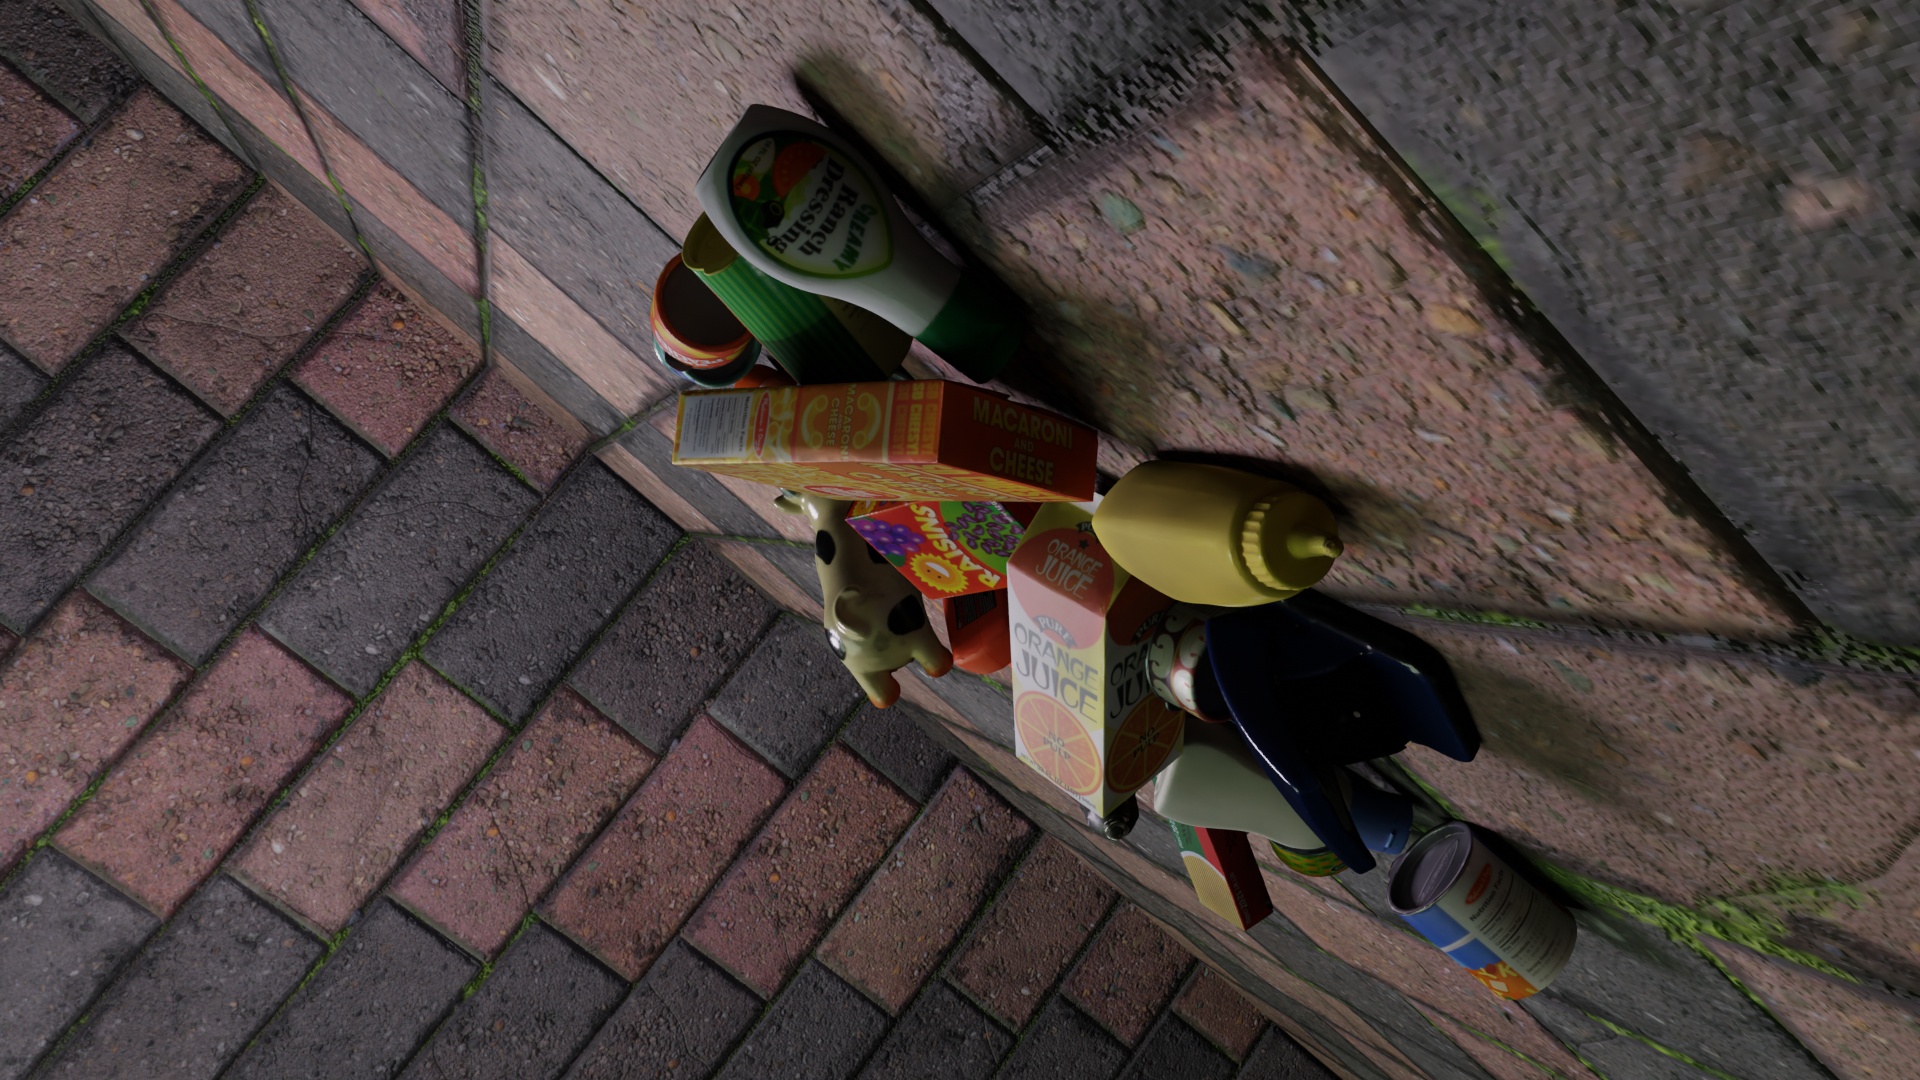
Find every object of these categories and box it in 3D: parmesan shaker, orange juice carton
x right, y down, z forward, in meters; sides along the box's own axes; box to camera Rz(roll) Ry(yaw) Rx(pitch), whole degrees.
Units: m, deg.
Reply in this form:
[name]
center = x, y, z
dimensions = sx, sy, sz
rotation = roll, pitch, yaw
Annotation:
[parmesan shaker]
center = -0.078, -0.120, 0.679
dimensions = 0.071, 0.071, 0.103
rotation = 25, 162, 49
[orange juice carton]
center = 0.077, 0.053, 0.766
dimensions = 0.072, 0.073, 0.191
rotation = 31, 139, 37

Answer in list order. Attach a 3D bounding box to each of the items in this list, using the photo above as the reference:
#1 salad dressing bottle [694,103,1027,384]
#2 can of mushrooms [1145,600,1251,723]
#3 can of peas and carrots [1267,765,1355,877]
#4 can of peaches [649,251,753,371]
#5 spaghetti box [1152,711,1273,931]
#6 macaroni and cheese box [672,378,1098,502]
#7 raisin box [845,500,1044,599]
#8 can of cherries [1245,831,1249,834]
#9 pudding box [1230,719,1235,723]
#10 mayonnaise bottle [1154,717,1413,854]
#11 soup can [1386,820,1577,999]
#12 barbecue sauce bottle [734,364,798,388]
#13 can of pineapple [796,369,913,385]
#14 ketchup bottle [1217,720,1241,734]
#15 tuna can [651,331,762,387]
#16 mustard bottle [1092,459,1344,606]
[salad dressing bottle]
center = -0.039, -0.122, 0.588
dimensions = 0.147, 0.064, 0.044
rotation = 34, -176, -18
[can of mushrooms]
center = 0.133, 0.063, 0.737
dimensions = 0.033, 0.071, 0.071
rotation = 24, 161, 47
[can of peas and carrots]
center = 0.231, 0.180, 0.902
dimensions = 0.071, 0.071, 0.058
rotation = 32, 167, 32
[can of peaches]
center = -0.156, -0.140, 0.851
dimensions = 0.071, 0.071, 0.058
rotation = 41, 167, -10
[spaghetti box]
center = 0.144, 0.143, 0.903
dimensions = 0.050, 0.029, 0.249
rotation = 17, 134, 60
[macaroni and cheese box]
center = -0.036, -0.046, 0.670
dimensions = 0.166, 0.040, 0.124
rotation = 2, 174, 38
[raisin box]
center = 0.003, -0.010, 0.829
dimensions = 0.123, 0.040, 0.086
rotation = -12, 133, 45
[can of cherries]
center = 0.200, 0.192, 1.060
dimensions = 0.071, 0.071, 0.058
rotation = 34, 167, 22
[pudding box]
center = 0.177, 0.095, 0.824
dimensions = 0.084, 0.030, 0.049
rotation = 29, 167, 40
[mayonnaise bottle]
center = 0.196, 0.155, 0.844
dimensions = 0.148, 0.064, 0.041
rotation = 14, -154, 3
[soup can]
center = 0.301, 0.215, 0.809
dimensions = 0.084, 0.071, 0.071
rotation = 40, 169, -5
[barbecue sauce bottle]
center = -0.109, -0.092, 0.965
dimensions = 0.149, 0.044, 0.064
rotation = 26, 163, 51
[can of pineapple]
center = -0.062, -0.075, 0.823
dimensions = 0.071, 0.071, 0.058
rotation = 45, 167, -30
[ketchup bottle]
center = 0.187, 0.150, 0.940
dimensions = 0.148, 0.065, 0.044
rotation = 79, 167, -60
[tuna can]
center = -0.164, -0.133, 0.912
dimensions = 0.033, 0.071, 0.071
rotation = 25, 162, 48
[mustard bottle]
center = 0.115, -0.002, 0.589
dimensions = 0.065, 0.049, 0.160
rotation = 42, 168, -19
